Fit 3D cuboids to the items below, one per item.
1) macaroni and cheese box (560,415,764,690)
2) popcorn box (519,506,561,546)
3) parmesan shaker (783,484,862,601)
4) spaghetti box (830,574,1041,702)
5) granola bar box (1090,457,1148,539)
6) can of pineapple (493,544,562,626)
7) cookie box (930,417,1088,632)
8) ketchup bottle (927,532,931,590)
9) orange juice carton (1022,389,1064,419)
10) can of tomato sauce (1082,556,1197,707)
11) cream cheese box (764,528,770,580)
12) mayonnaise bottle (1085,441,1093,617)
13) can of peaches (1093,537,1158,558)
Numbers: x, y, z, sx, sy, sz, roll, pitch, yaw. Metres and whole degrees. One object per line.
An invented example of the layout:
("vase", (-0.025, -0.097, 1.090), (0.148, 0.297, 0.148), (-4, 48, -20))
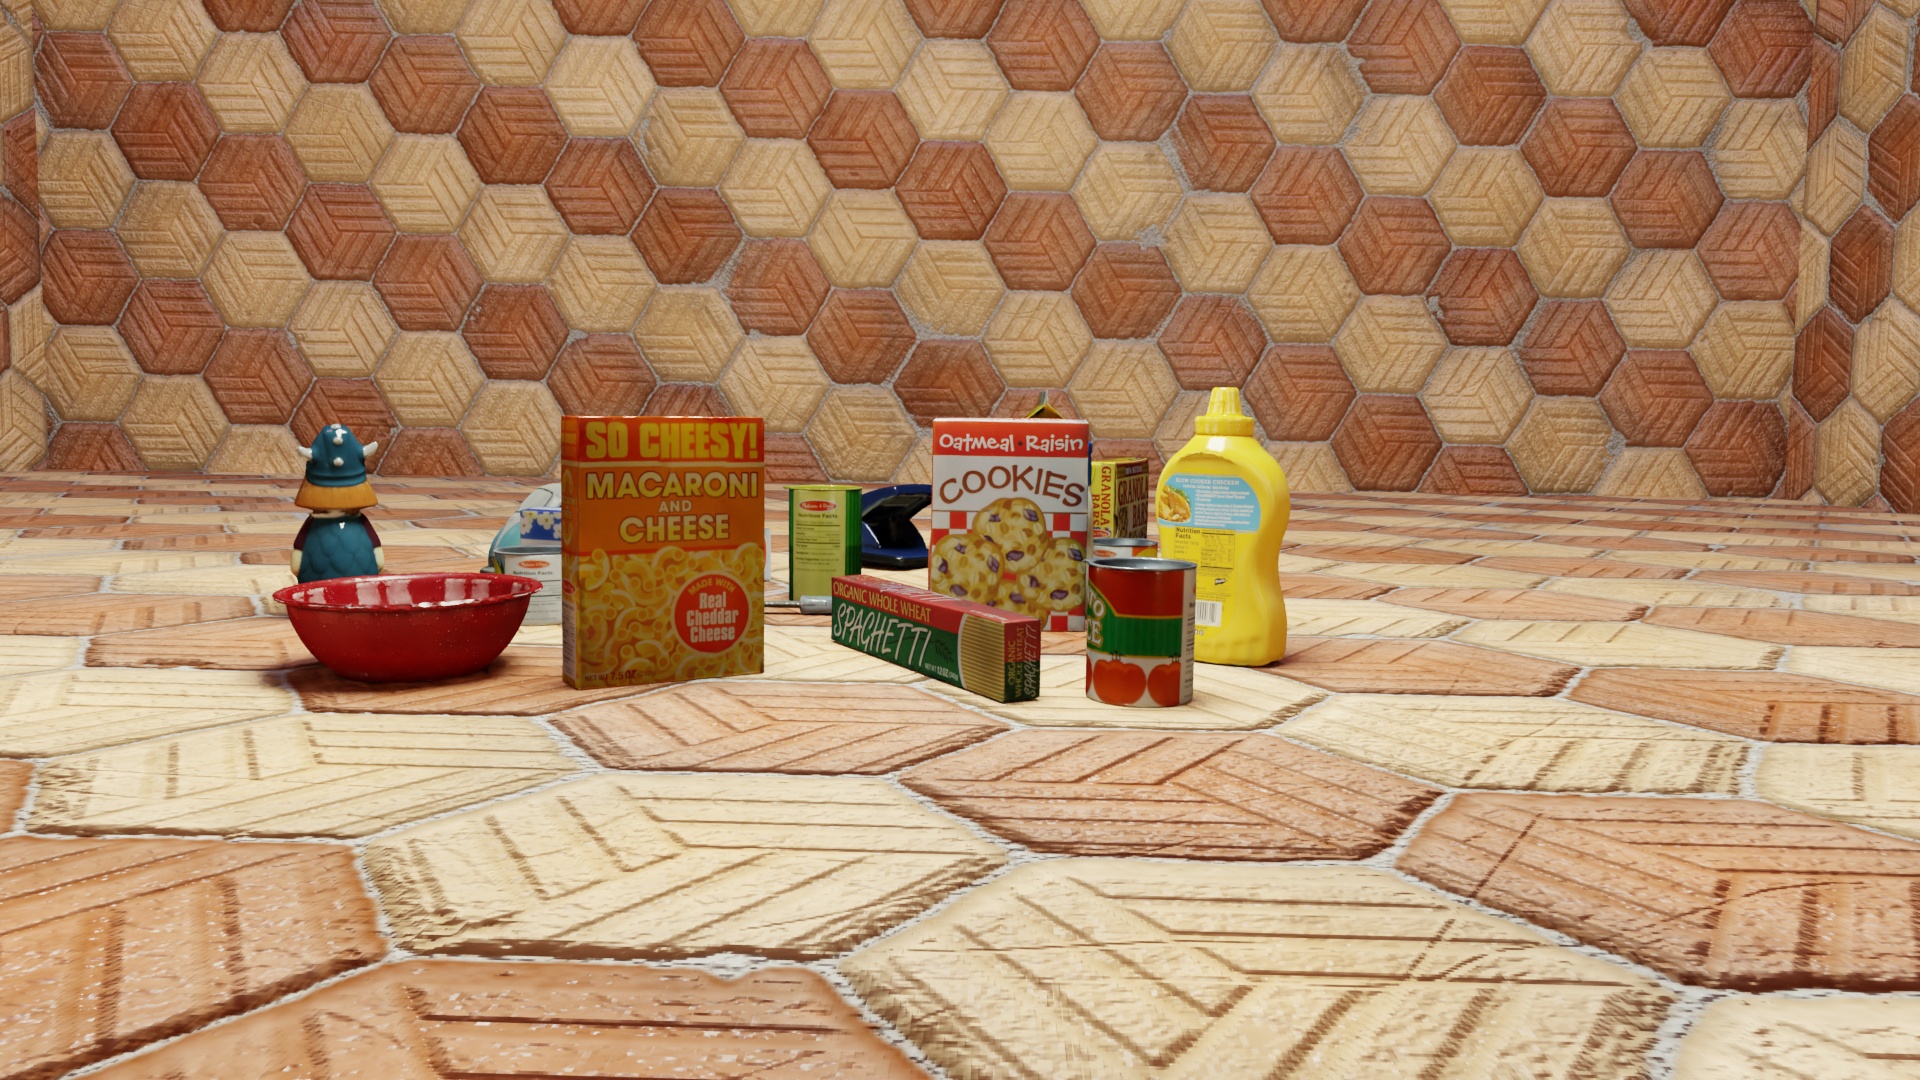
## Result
("macaroni and cheese box", (-0.188, 0.004, 0.879), (0.124, 0.166, 0.040), (-2, 6, -32))
("popcorn box", (-0.305, 0.017, 1.158), (0.127, 0.085, 0.038), (3, 5, 21))
("parmesan shaker", (-0.123, 0.003, 1.240), (0.071, 0.103, 0.071), (1, 5, 0))
("spaghetti box", (-0.024, 0.060, 0.930), (0.029, 0.050, 0.250), (-2, 6, -30))
("granola bar box", (0.161, -0.022, 1.443), (0.039, 0.124, 0.166), (3, 5, 18))
("can of pineapple", (-0.337, 0.035, 1.107), (0.071, 0.057, 0.071), (1, 5, 0))
("cookie box", (0.038, -0.014, 1.103), (0.123, 0.167, 0.040), (1, 5, 0))
("ketchup bottle", (0.004, -0.015, 1.212), (0.065, 0.148, 0.043), (2, 5, 11))
("orange juice carton", (0.077, -0.046, 1.318), (0.073, 0.192, 0.072), (1, 5, -1))
("can of tomato sauce", (0.107, 0.054, 0.844), (0.071, 0.083, 0.071), (1, 5, 0))
("cream cheese box", (-0.232, 0.011, 1.402), (0.104, 0.053, 0.024), (6, 7, 44))
("mayonnaise bottle", (0.093, -0.010, 1.181), (0.041, 0.148, 0.065), (0, 5, -6))
("can of peaches", (0.145, 0.029, 1.250), (0.071, 0.058, 0.071), (1, 5, 0))
